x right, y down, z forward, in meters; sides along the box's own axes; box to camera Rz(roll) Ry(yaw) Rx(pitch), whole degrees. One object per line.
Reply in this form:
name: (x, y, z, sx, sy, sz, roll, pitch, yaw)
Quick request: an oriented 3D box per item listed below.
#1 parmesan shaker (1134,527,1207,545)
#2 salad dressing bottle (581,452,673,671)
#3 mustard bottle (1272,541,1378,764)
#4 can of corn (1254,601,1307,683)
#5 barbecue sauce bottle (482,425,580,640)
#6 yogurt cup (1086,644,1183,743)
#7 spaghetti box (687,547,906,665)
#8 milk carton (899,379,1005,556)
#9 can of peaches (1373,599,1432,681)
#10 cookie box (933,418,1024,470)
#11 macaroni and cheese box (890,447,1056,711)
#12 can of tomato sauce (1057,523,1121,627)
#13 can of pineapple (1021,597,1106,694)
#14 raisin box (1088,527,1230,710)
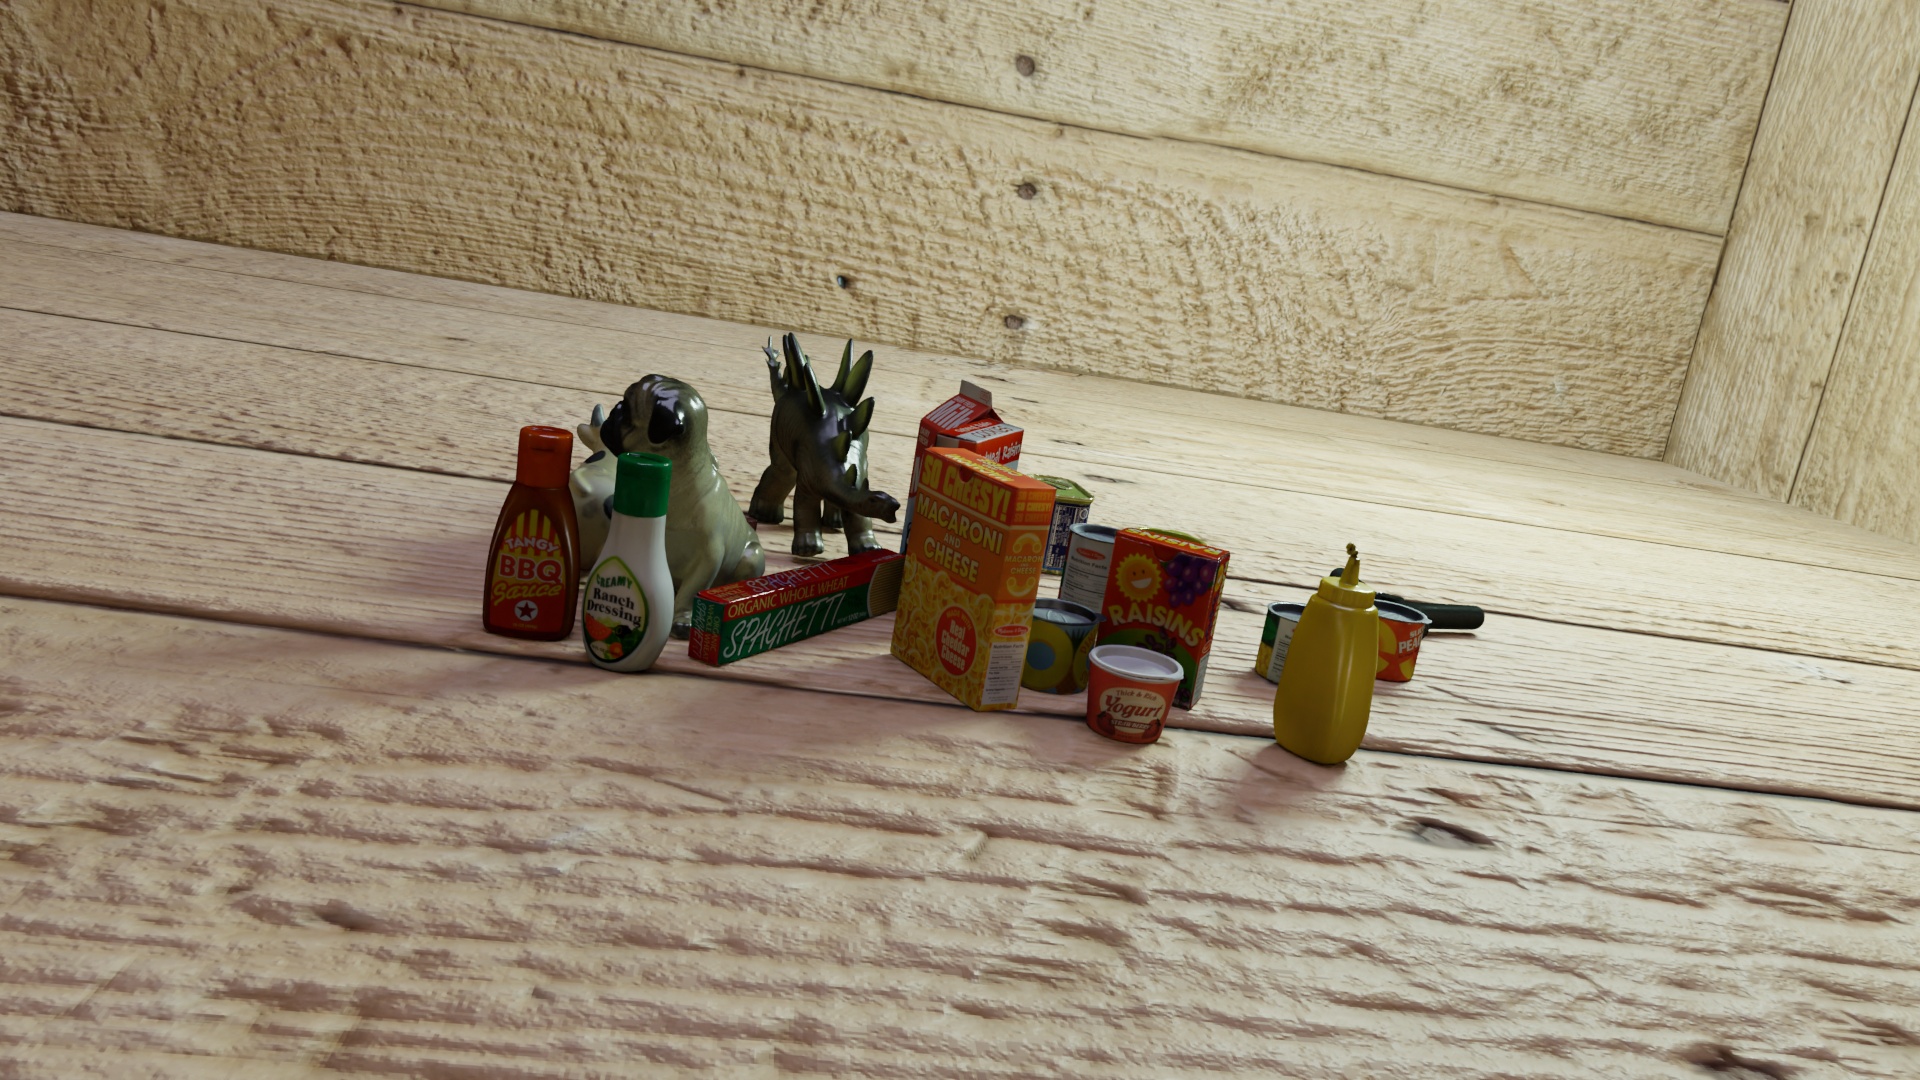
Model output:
parmesan shaker: (0.169, 0.046, 1.189, 0.071, 0.102, 0.071, 9, 13, -2)
salad dressing bottle: (-0.225, 0.014, 0.954, 0.064, 0.147, 0.044, 14, 14, 20)
mustard bottle: (0.271, 0.079, 1.002, 0.049, 0.159, 0.065, -1, 17, -40)
can of corn: (0.291, 0.089, 1.191, 0.071, 0.058, 0.071, 9, 13, -2)
barbecue sauce bottle: (-0.300, -0.006, 0.983, 0.065, 0.148, 0.044, 7, 13, -9)
yogurt cup: (0.122, 0.111, 0.997, 0.072, 0.053, 0.072, 9, 13, -2)
spaghetti box: (-0.122, 0.048, 1.094, 0.029, 0.050, 0.251, 16, 15, 27)
milk carton: (0.000, -0.050, 1.281, 0.073, 0.190, 0.072, 3, 14, -26)
can of peaches: (0.383, 0.090, 1.252, 0.071, 0.058, 0.071, 9, 13, -2)
cookie box: (0.004, -0.015, 1.190, 0.040, 0.167, 0.123, 14, 14, 18)
macaroni and cheese box: (0.006, 0.026, 1.026, 0.040, 0.166, 0.124, 0, 16, -35)
can of tomato sauce: (0.125, 0.033, 1.257, 0.071, 0.083, 0.071, 9, 13, -2)
can of pineapple: (0.073, 0.081, 1.075, 0.071, 0.057, 0.071, 9, 13, -2)
raisin box: (0.154, 0.059, 1.082, 0.086, 0.123, 0.040, 15, 14, 23)
